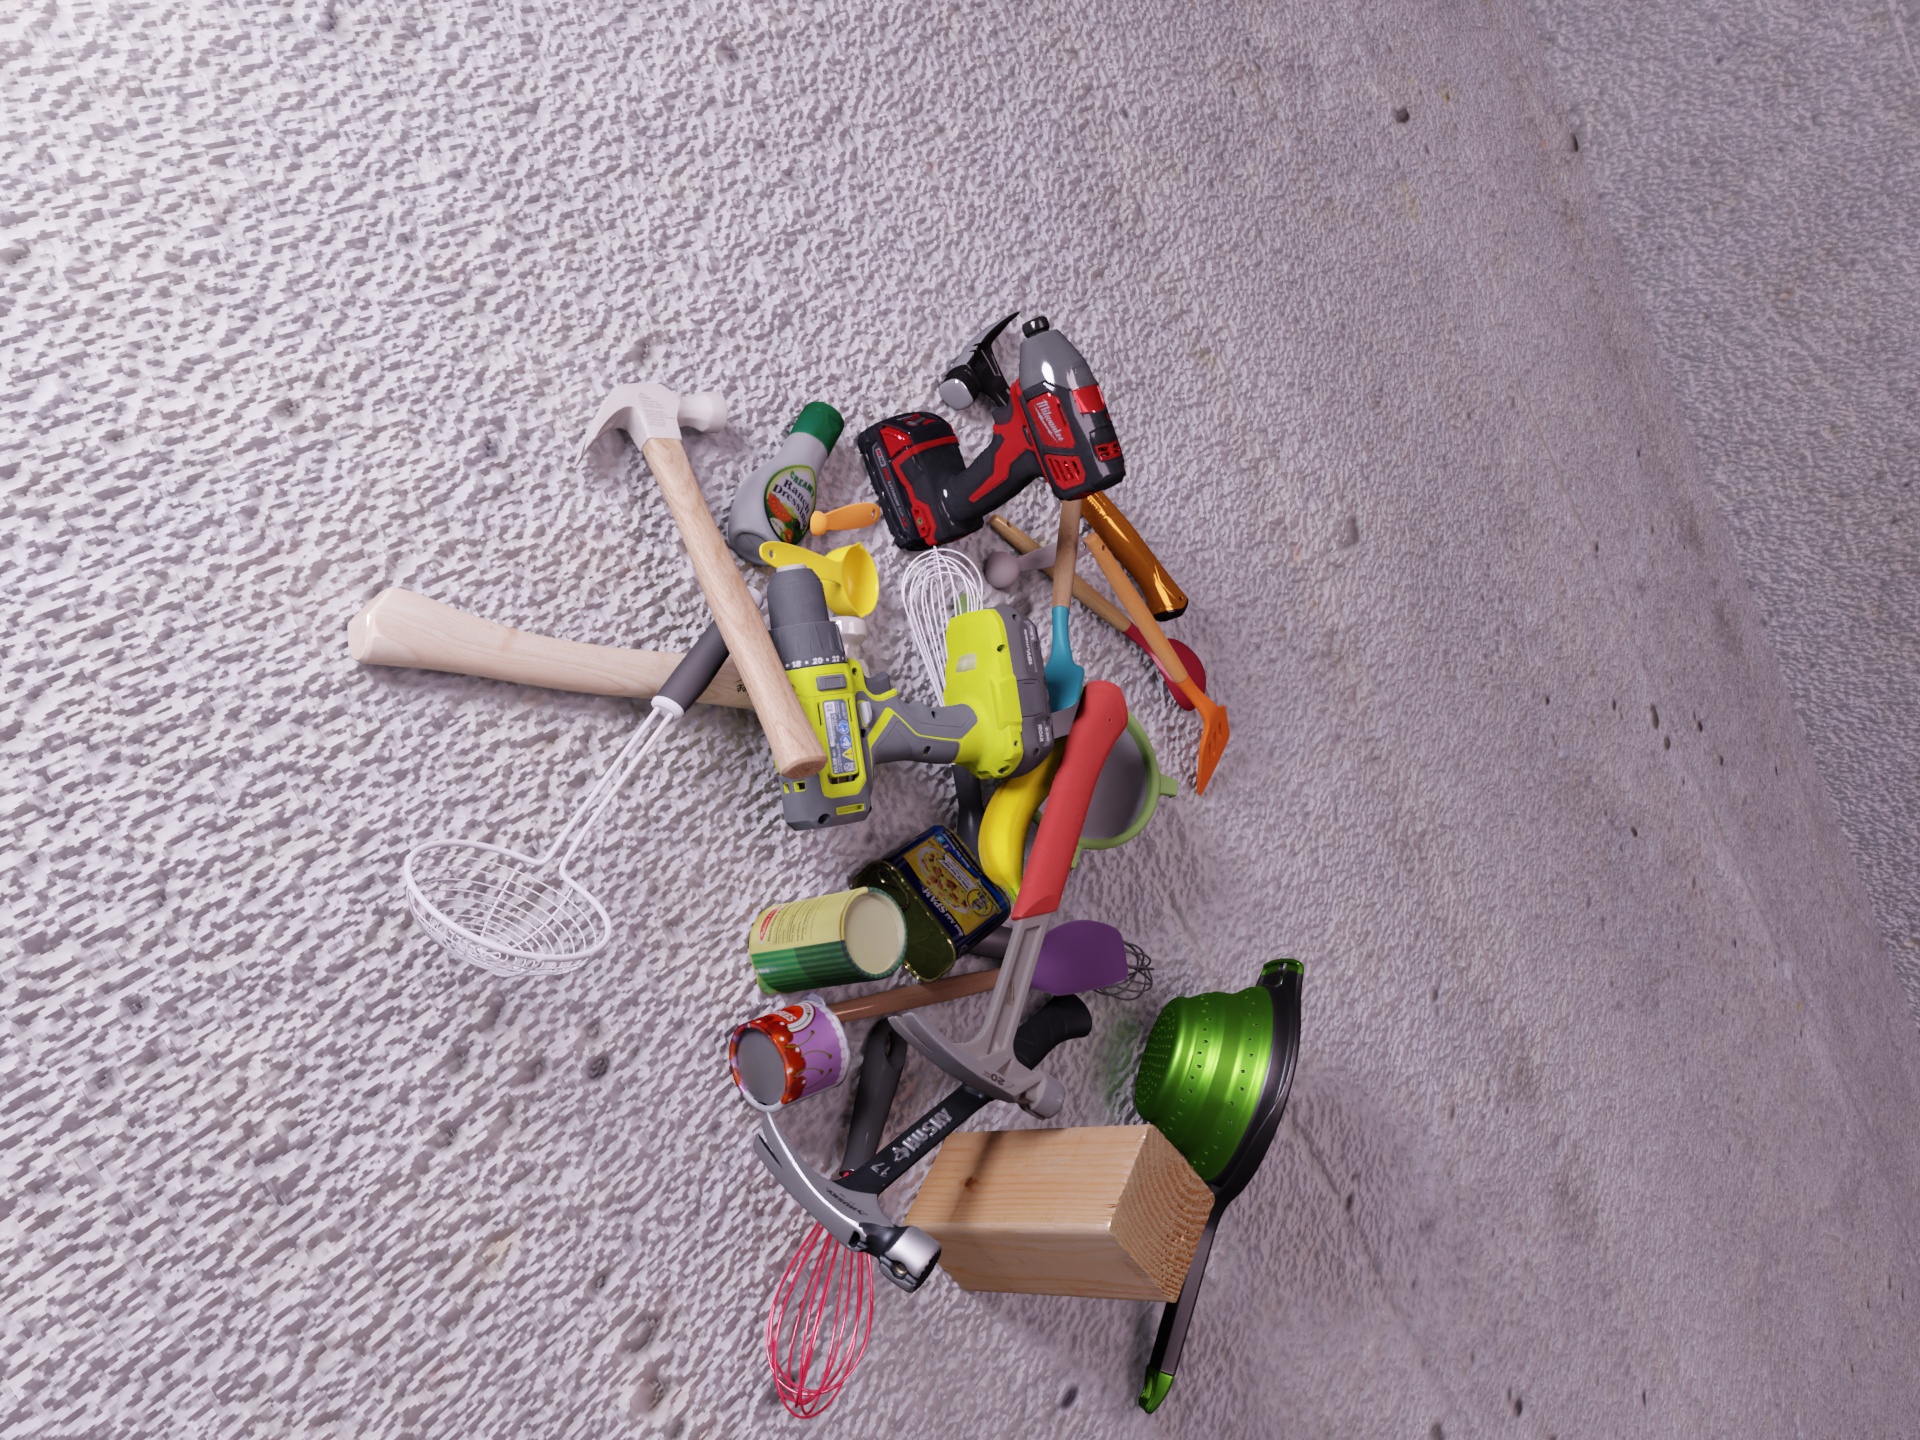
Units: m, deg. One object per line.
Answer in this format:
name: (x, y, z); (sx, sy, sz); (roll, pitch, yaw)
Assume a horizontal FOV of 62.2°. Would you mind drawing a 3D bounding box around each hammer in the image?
hammer: (0.060, 0.112, 1.221); (0.149, 0.037, 0.359); (37, 54, -24)
hammer: (0.113, -0.227, 1.509); (0.336, 0.034, 0.127); (48, 50, -22)
hammer: (-0.173, -0.105, 1.114); (0.130, 0.031, 0.332); (-6, 61, -41)
hammer: (0.002, 0.278, 1.181); (0.409, 0.149, 0.036); (-20, 137, -62)
hammer: (-0.223, -0.024, 1.117); (0.410, 0.038, 0.146); (7, 75, -43)

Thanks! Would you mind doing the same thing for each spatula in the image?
spatula: (0.085, -0.123, 1.386); (0.044, 0.082, 0.318); (42, 44, -42)
spatula: (0.189, -0.056, 1.491); (0.322, 0.041, 0.081); (52, 55, -34)
spatula: (0.014, 0.206, 1.266); (0.315, 0.018, 0.060); (-6, 82, -36)

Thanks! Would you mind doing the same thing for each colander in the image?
colander: (0.186, 0.381, 1.366); (0.094, 0.204, 0.397); (20, 78, -3)

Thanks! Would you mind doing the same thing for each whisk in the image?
whisk: (0.078, 0.200, 1.350); (0.238, 0.055, 0.055); (17, 67, -37)
whisk: (-0.002, -0.004, 1.320); (0.070, 0.070, 0.284); (-6, 88, -46)
whisk: (-0.080, 0.346, 1.141); (0.073, 0.073, 0.296); (40, 47, -30)

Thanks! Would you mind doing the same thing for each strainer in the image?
strainer: (0.063, 0.006, 1.387); (0.151, 0.069, 0.256); (-31, 84, -34)

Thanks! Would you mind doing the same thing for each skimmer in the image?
skimmer: (-0.217, 0.018, 1.026); (0.127, 0.090, 0.363); (28, 53, 3)

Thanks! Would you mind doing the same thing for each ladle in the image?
ladle: (0.139, -0.104, 1.512); (0.315, 0.031, 0.069); (35, 49, -31)

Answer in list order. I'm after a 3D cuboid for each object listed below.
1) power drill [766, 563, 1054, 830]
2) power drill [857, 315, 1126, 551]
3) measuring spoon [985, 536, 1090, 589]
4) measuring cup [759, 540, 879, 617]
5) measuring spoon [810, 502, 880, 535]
power drill: (-0.046, -0.026, 1.203); (0.228, 0.080, 0.190); (-8, 89, -38)
power drill: (0.025, -0.228, 1.291); (0.078, 0.220, 0.143); (-25, 97, -46)
measuring spoon: (0.076, -0.147, 1.442); (0.124, 0.018, 0.034); (-20, 103, -31)
measuring cup: (-0.116, -0.116, 1.230); (0.156, 0.029, 0.062); (11, 75, -59)
measuring spoon: (-0.089, -0.163, 1.285); (0.117, 0.011, 0.021); (-26, 121, -63)
